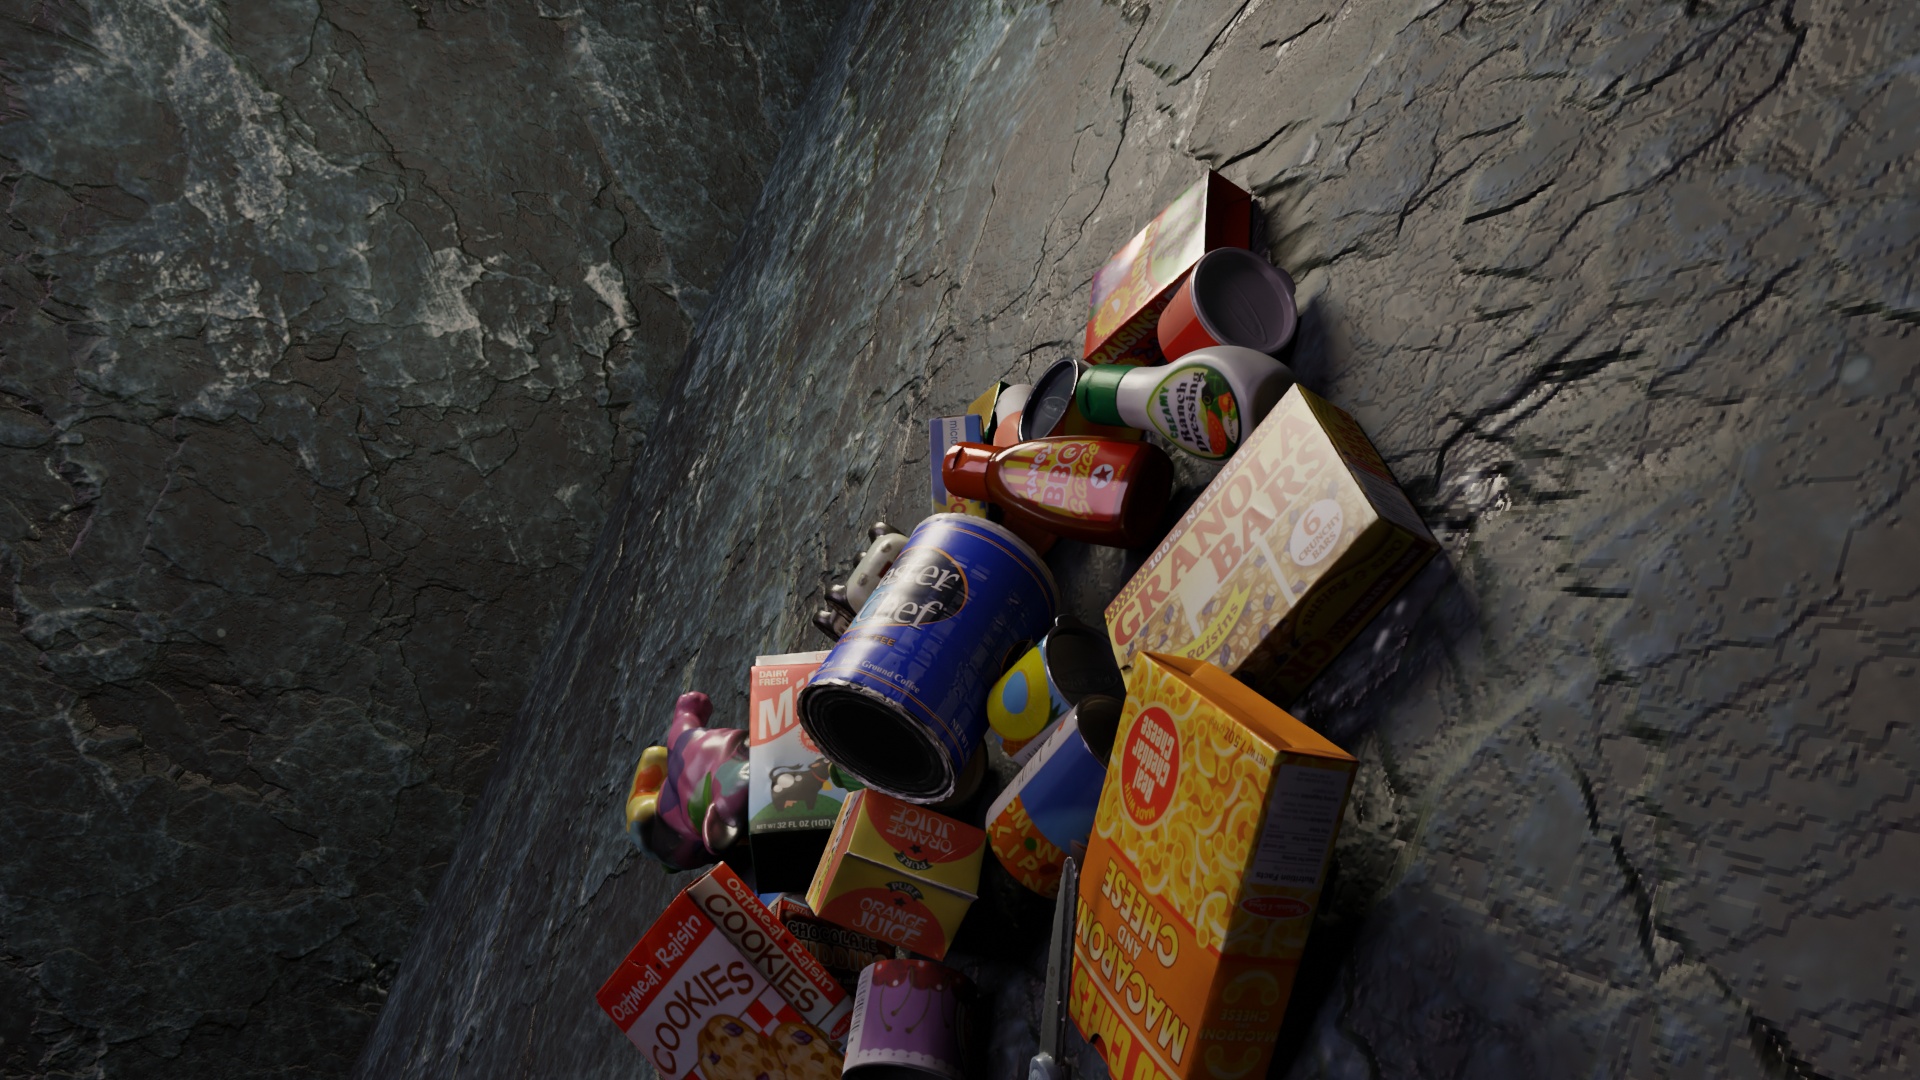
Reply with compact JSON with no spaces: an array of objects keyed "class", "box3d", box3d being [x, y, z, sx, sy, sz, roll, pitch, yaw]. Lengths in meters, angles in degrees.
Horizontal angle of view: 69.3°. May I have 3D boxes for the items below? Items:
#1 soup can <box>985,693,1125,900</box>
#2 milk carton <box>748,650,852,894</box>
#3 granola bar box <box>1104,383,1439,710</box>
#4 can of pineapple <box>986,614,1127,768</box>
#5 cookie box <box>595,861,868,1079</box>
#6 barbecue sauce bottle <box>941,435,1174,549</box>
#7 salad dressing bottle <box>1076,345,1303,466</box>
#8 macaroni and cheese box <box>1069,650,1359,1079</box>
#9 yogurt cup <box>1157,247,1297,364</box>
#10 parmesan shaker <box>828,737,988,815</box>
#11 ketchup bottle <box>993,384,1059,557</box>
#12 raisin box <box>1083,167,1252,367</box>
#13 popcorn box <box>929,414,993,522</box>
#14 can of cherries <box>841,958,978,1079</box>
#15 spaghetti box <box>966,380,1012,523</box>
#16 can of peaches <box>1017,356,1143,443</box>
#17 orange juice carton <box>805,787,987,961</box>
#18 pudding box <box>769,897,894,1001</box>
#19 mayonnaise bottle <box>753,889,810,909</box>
[{"class":"soup can","box3d":[0.063,0.131,0.692,0.083,0.071,0.072,-54,23,26]},{"class":"milk carton","box3d":[-0.114,0.152,1.004,0.191,0.072,0.073,-99,8,-47]},{"class":"granola bar box","box3d":[0.140,0.021,0.673,0.165,0.039,0.125,-53,24,25]},{"class":"can of pineapple","box3d":[0.056,0.086,0.754,0.057,0.071,0.071,-47,27,37]},{"class":"cookie box","box3d":[-0.121,0.287,0.805,0.122,0.167,0.040,-51,-11,29]},{"class":"barbecue sauce bottle","box3d":[0.055,-0.035,0.848,0.148,0.043,0.065,11,72,41]},{"class":"salad dressing bottle","box3d":[0.123,-0.077,0.771,0.147,0.044,0.064,14,119,56]},{"class":"macaroni and cheese box","box3d":[0.094,0.144,0.580,0.124,0.040,0.166,-144,66,-68]},{"class":"yogurt cup","box3d":[0.148,-0.125,0.790,0.053,0.072,0.073,-42,29,60]},{"class":"parmesan shaker","box3d":[-0.035,0.142,0.895,0.103,0.071,0.071,-10,56,63]},{"class":"ketchup bottle","box3d":[0.045,-0.055,0.970,0.149,0.043,0.064,-92,18,-52]},{"class":"raisin box","box3d":[0.135,-0.171,0.907,0.123,0.040,0.086,-38,33,46]},{"class":"popcorn box","box3d":[0.003,-0.012,0.945,0.084,0.038,0.127,81,-175,-53]},{"class":"can of cherries","box3d":[-0.023,0.264,0.740,0.071,0.071,0.059,-43,27,42]},{"class":"spaghetti box","box3d":[0.005,-0.007,1.031,0.050,0.028,0.251,-35,35,52]},{"class":"can of peaches","box3d":[0.078,-0.075,0.902,0.071,0.058,0.071,-48,27,34]},{"class":"orange juice carton","box3d":[-0.038,0.184,0.776,0.192,0.072,0.073,126,165,-75]},{"class":"pudding box","box3d":[-0.083,0.259,0.853,0.030,0.083,0.050,-45,27,34]},{"class":"mayonnaise bottle","box3d":[-0.111,0.273,0.958,0.148,0.041,0.065,11,79,68]}]
